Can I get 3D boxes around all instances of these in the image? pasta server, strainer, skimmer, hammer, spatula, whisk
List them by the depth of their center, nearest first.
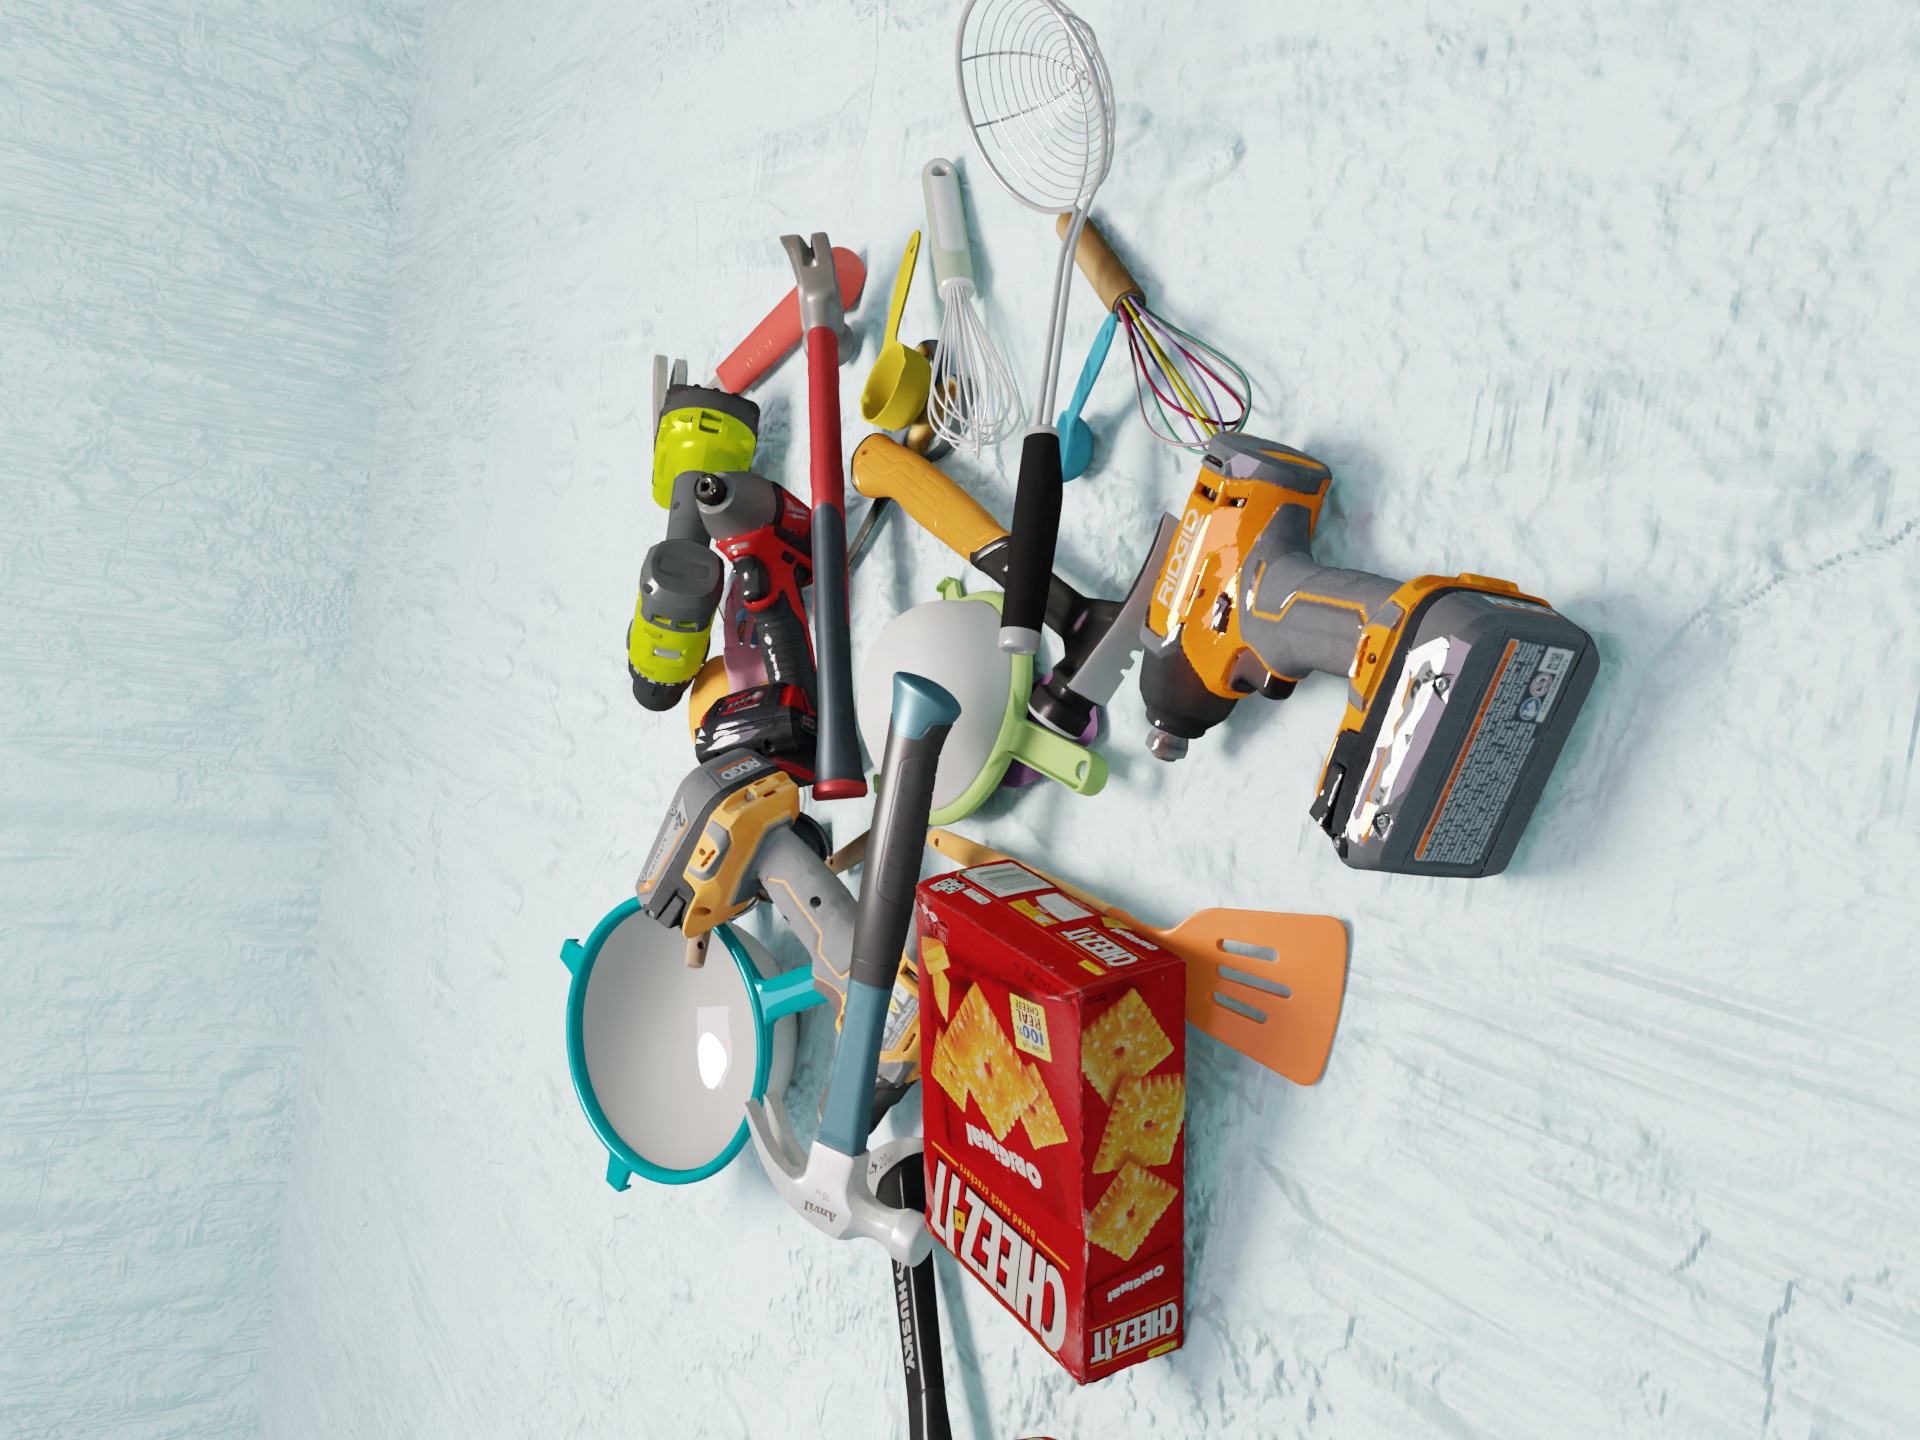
[{"bbox_3d":[0.074,0.101,0.848,0.323,0.041,0.081,19,102,57],"label":"spatula"},{"bbox_3d":[0.025,-0.219,0.864,0.127,0.090,0.363,163,116,-65],"label":"skimmer"},{"bbox_3d":[0.098,-0.217,0.864,0.051,0.047,0.245,-61,35,35],"label":"whisk"},{"bbox_3d":[-0.047,0.137,0.915,0.128,0.033,0.331,15,99,28],"label":"hammer"},{"bbox_3d":[-0.015,0.405,0.918,0.146,0.035,0.335,-48,40,44],"label":"hammer"},{"bbox_3d":[-0.001,-0.003,0.934,0.256,0.069,0.151,28,100,62],"label":"strainer"},{"bbox_3d":[0.016,-0.115,0.952,0.127,0.034,0.337,-56,37,9],"label":"hammer"},{"bbox_3d":[-0.008,0.044,1.014,0.316,0.018,0.060,-36,52,49],"label":"spatula"},{"bbox_3d":[-0.002,-0.273,1.032,0.059,0.058,0.247,90,173,-62],"label":"whisk"},{"bbox_3d":[-0.091,-0.137,1.078,0.143,0.038,0.387,81,-175,-71],"label":"hammer"},{"bbox_3d":[-0.144,0.210,1.156,0.340,0.095,0.211,-24,74,32],"label":"strainer"},{"bbox_3d":[-0.167,0.028,1.165,0.040,0.060,0.316,-40,38,53],"label":"pasta server"},{"bbox_3d":[-0.180,-0.307,1.333,0.359,0.036,0.149,-24,65,55],"label":"hammer"}]

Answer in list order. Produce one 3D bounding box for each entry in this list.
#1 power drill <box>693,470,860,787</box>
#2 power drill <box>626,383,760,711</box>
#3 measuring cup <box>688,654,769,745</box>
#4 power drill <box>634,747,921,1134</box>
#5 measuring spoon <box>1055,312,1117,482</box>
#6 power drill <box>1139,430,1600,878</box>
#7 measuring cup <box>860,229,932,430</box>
[{"bbox_3d":[-0.138,-0.069,1.127,0.078,0.143,0.220,-14,71,20],"label":"power drill"},{"bbox_3d":[-0.220,-0.133,1.268,0.190,0.080,0.229,119,158,-57],"label":"power drill"},{"bbox_3d":[-0.163,-0.003,1.237,0.174,0.052,0.095,20,102,60],"label":"measuring cup"},{"bbox_3d":[-0.100,0.149,1.017,0.226,0.084,0.185,38,121,16],"label":"power drill"},{"bbox_3d":[0.075,-0.178,0.884,0.128,0.021,0.042,113,161,-58],"label":"measuring spoon"},{"bbox_3d":[0.156,-0.020,0.705,0.227,0.084,0.164,49,127,55],"label":"power drill"},{"bbox_3d":[-0.034,-0.266,1.081,0.062,0.029,0.157,-26,49,54],"label":"measuring cup"}]
